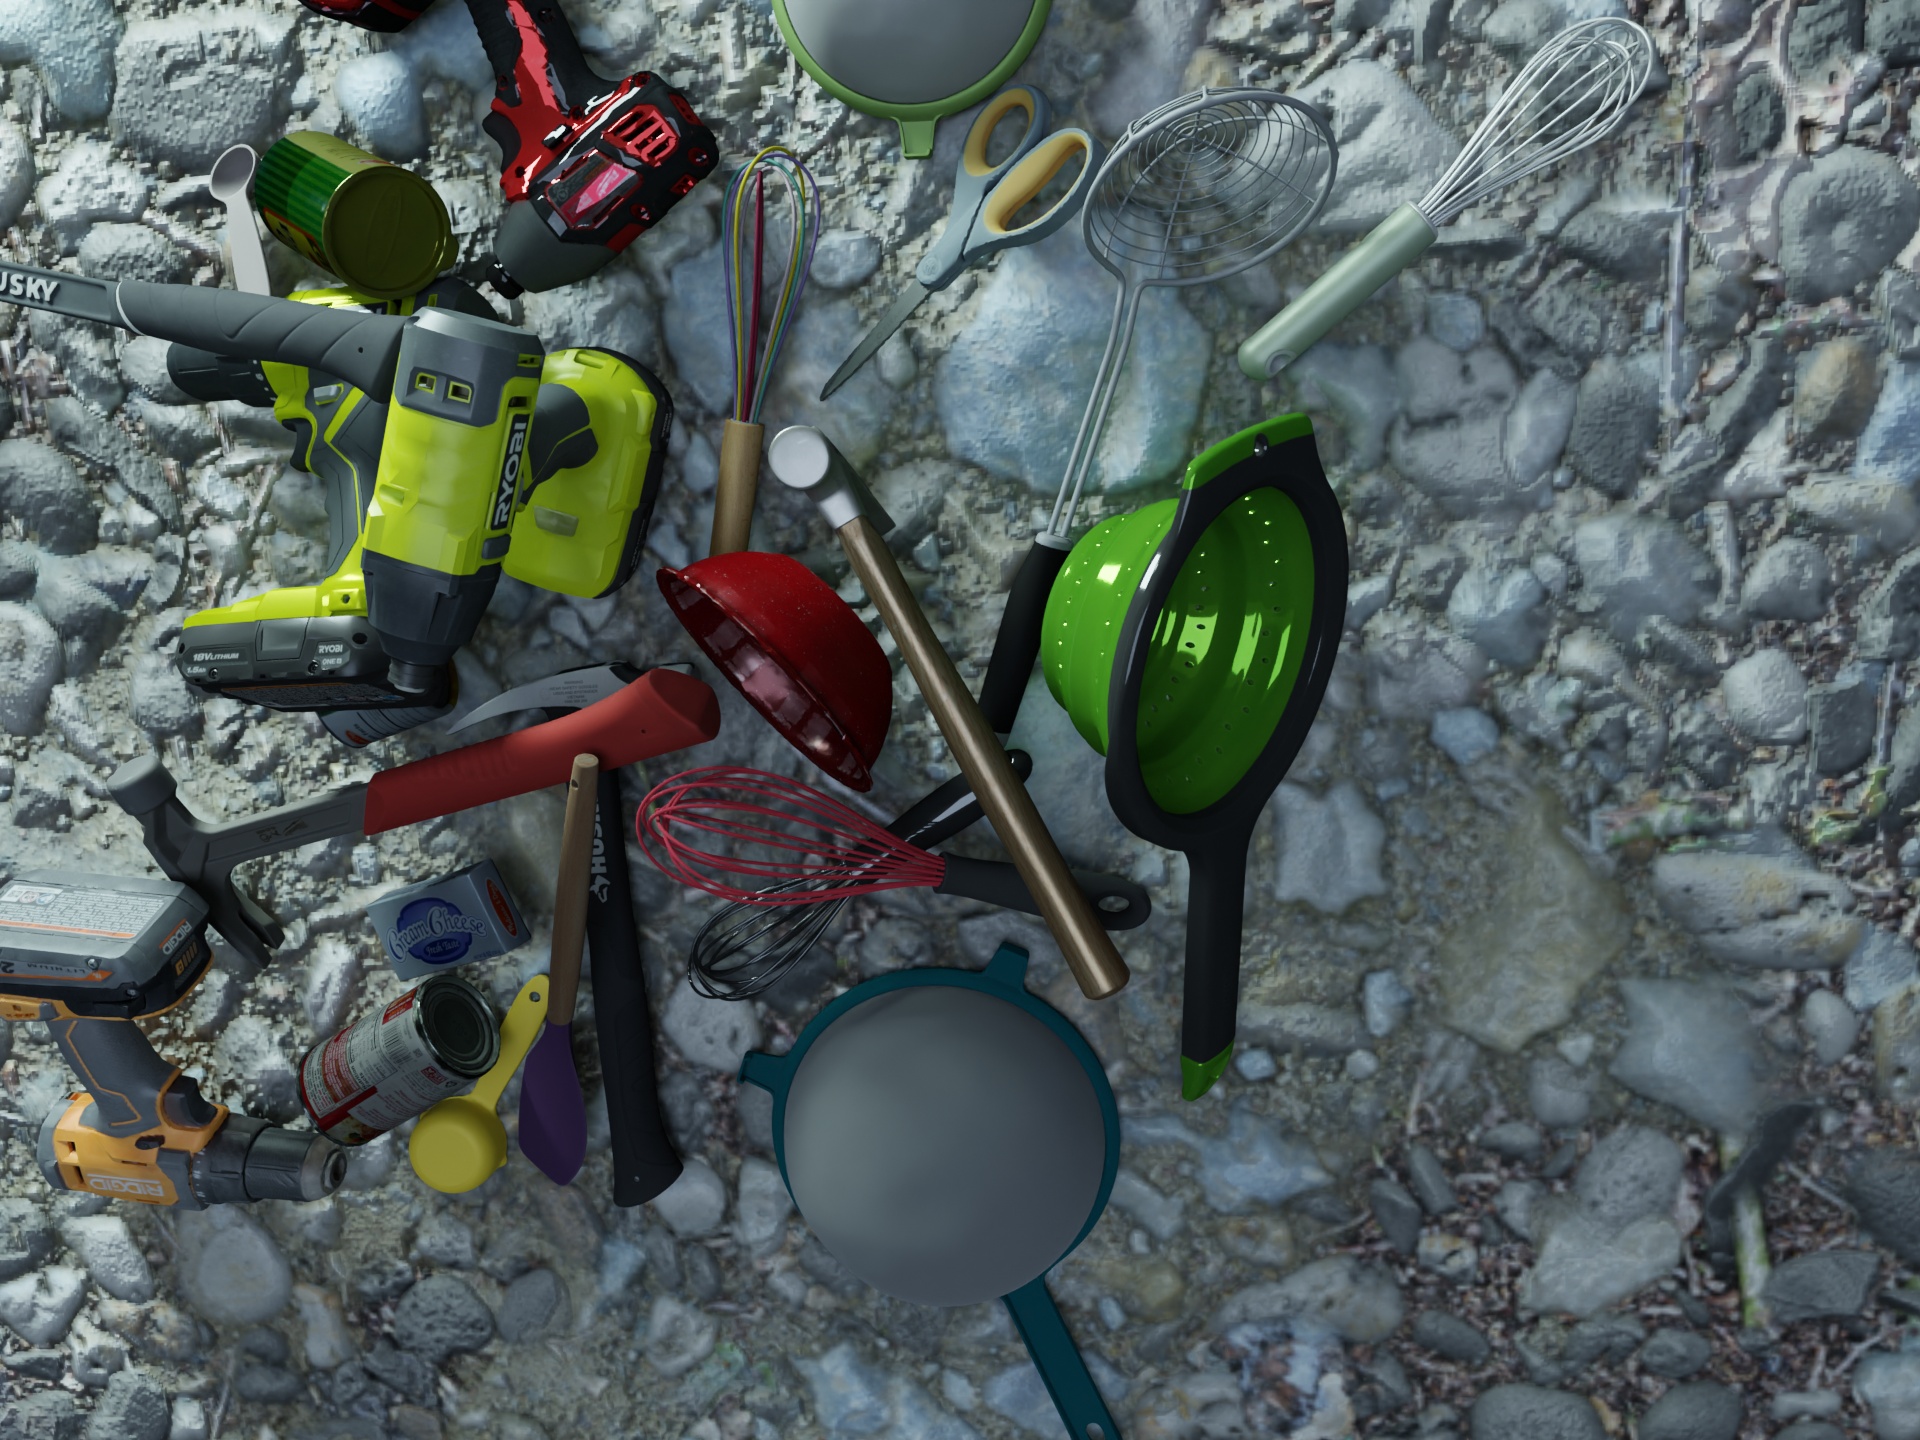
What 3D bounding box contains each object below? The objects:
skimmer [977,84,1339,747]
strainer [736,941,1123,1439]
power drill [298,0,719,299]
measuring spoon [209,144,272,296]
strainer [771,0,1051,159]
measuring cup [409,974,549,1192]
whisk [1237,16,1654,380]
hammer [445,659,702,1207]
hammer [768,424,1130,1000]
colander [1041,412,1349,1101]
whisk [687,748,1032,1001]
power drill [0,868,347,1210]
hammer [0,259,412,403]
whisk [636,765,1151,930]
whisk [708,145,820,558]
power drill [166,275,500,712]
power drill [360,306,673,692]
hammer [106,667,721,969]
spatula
[{"bbox_3d":[0.083,-0.141,0.822,0.127,0.090,0.363,6,110,-34],"label":"skimmer"},{"bbox_3d":[0.013,0.314,0.924,0.211,0.095,0.340,-25,96,11],"label":"strainer"},{"bbox_3d":[-0.245,-0.337,0.832,0.143,0.078,0.219,-37,98,13],"label":"power drill"},{"bbox_3d":[-0.385,-0.261,0.868,0.034,0.018,0.124,-25,69,17],"label":"measuring spoon"},{"bbox_3d":[0.009,-0.417,0.783,0.256,0.069,0.151,-42,94,15],"label":"strainer"},{"bbox_3d":[-0.291,0.224,0.976,0.062,0.029,0.156,29,104,0],"label":"measuring cup"},{"bbox_3d":[0.240,-0.259,0.804,0.246,0.057,0.059,-40,60,16],"label":"whisk"},{"bbox_3d":[-0.212,0.132,0.945,0.146,0.035,0.334,-3,102,7],"label":"hammer"},{"bbox_3d":[-0.001,-0.003,0.833,0.031,0.130,0.331,-29,94,5],"label":"hammer"},{"bbox_3d":[0.109,0.029,0.852,0.095,0.204,0.396,21,125,37],"label":"colander"},{"bbox_3d":[-0.058,0.087,0.911,0.239,0.055,0.055,-34,96,8],"label":"whisk"},{"bbox_3d":[-0.474,0.204,0.950,0.185,0.084,0.226,5,122,6],"label":"power drill"},{"bbox_3d":[-0.453,-0.228,0.850,0.409,0.036,0.149,14,100,20],"label":"hammer"},{"bbox_3d":[-0.029,0.079,0.864,0.295,0.073,0.073,12,104,-18],"label":"whisk"},{"bbox_3d":[-0.118,-0.184,0.863,0.051,0.047,0.245,11,106,3],"label":"whisk"},{"bbox_3d":[-0.351,-0.124,0.858,0.190,0.080,0.229,-2,78,15],"label":"power drill"},{"bbox_3d":[-0.223,-0.112,0.797,0.080,0.223,0.171,16,103,4],"label":"power drill"},{"bbox_3d":[-0.294,0.046,0.888,0.359,0.037,0.149,-15,123,17],"label":"hammer"},{"bbox_3d":[-0.225,0.151,0.906,0.060,0.018,0.315,30,125,26],"label":"spatula"}]
